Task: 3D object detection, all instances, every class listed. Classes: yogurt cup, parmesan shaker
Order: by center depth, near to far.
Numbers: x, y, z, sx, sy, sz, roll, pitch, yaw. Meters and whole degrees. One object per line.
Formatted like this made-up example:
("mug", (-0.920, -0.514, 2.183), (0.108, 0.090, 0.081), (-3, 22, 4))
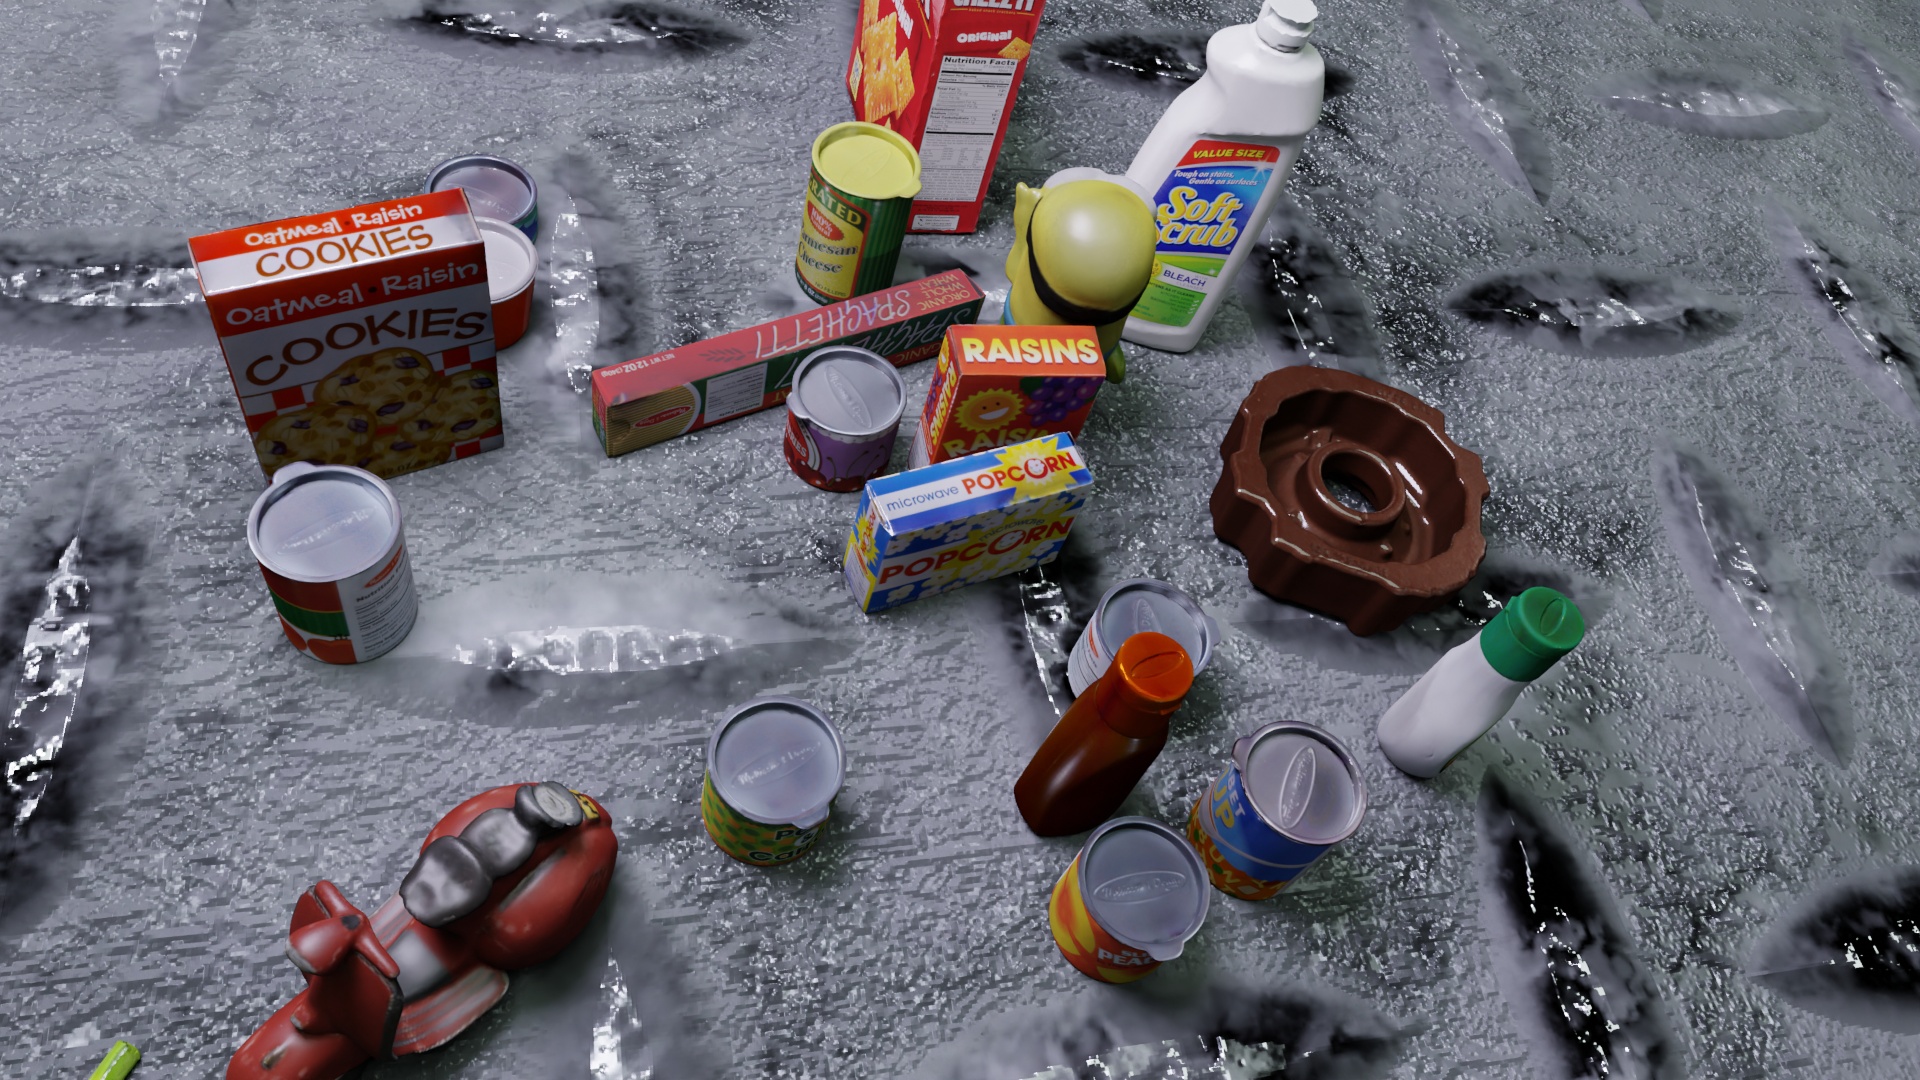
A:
("yogurt cup", (-0.282, -0.148, 0.813), (0.072, 0.053, 0.073), (7, 55, -10))
("parmesan shaker", (-0.065, -0.200, 0.875), (0.071, 0.102, 0.071), (7, 55, -10))

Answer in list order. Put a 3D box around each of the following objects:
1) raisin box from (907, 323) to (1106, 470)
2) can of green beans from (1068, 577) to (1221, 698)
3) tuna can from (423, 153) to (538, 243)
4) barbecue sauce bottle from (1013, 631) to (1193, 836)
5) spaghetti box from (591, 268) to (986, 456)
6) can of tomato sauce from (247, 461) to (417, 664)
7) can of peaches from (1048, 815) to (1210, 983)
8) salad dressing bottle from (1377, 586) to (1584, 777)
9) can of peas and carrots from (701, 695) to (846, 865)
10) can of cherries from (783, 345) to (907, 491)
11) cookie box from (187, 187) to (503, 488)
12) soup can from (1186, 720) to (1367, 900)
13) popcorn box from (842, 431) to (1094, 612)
("raisin box", (0.024, -0.070, 0.797), (0.086, 0.122, 0.040), (-1, 57, -15))
("can of green beans", (0.098, 0.063, 0.766), (0.071, 0.057, 0.071), (7, 55, -10))
("tuna can", (-0.297, -0.203, 0.860), (0.071, 0.032, 0.071), (7, 55, -10))
("barbecue sauce bottle", (0.073, 0.096, 0.681), (0.065, 0.147, 0.044), (-17, 63, -24))
("spaghetti box", (-0.099, -0.110, 0.837), (0.251, 0.050, 0.029), (-21, 64, -26))
("can of tomato sauce", (-0.306, 0.012, 0.680), (0.071, 0.082, 0.071), (7, 55, -10))
("can of peaches", (0.082, 0.180, 0.683), (0.071, 0.057, 0.071), (7, 55, -10))
("salad dressing bottle", (0.278, 0.077, 0.748), (0.044, 0.146, 0.064), (37, 56, 11))
("can of peas and carrots", (-0.091, 0.120, 0.678), (0.071, 0.058, 0.071), (7, 55, -10))
("can of cherries", (-0.071, -0.070, 0.813), (0.071, 0.058, 0.072), (7, 55, -10))
("cookie box", (-0.302, -0.095, 0.702), (0.123, 0.166, 0.040), (-19, 63, -25))
("soup can", (0.158, 0.139, 0.714), (0.071, 0.083, 0.072), (7, 55, -10))
("popcorn box", (0.003, -0.010, 0.774), (0.127, 0.084, 0.038), (-15, 62, -23))
